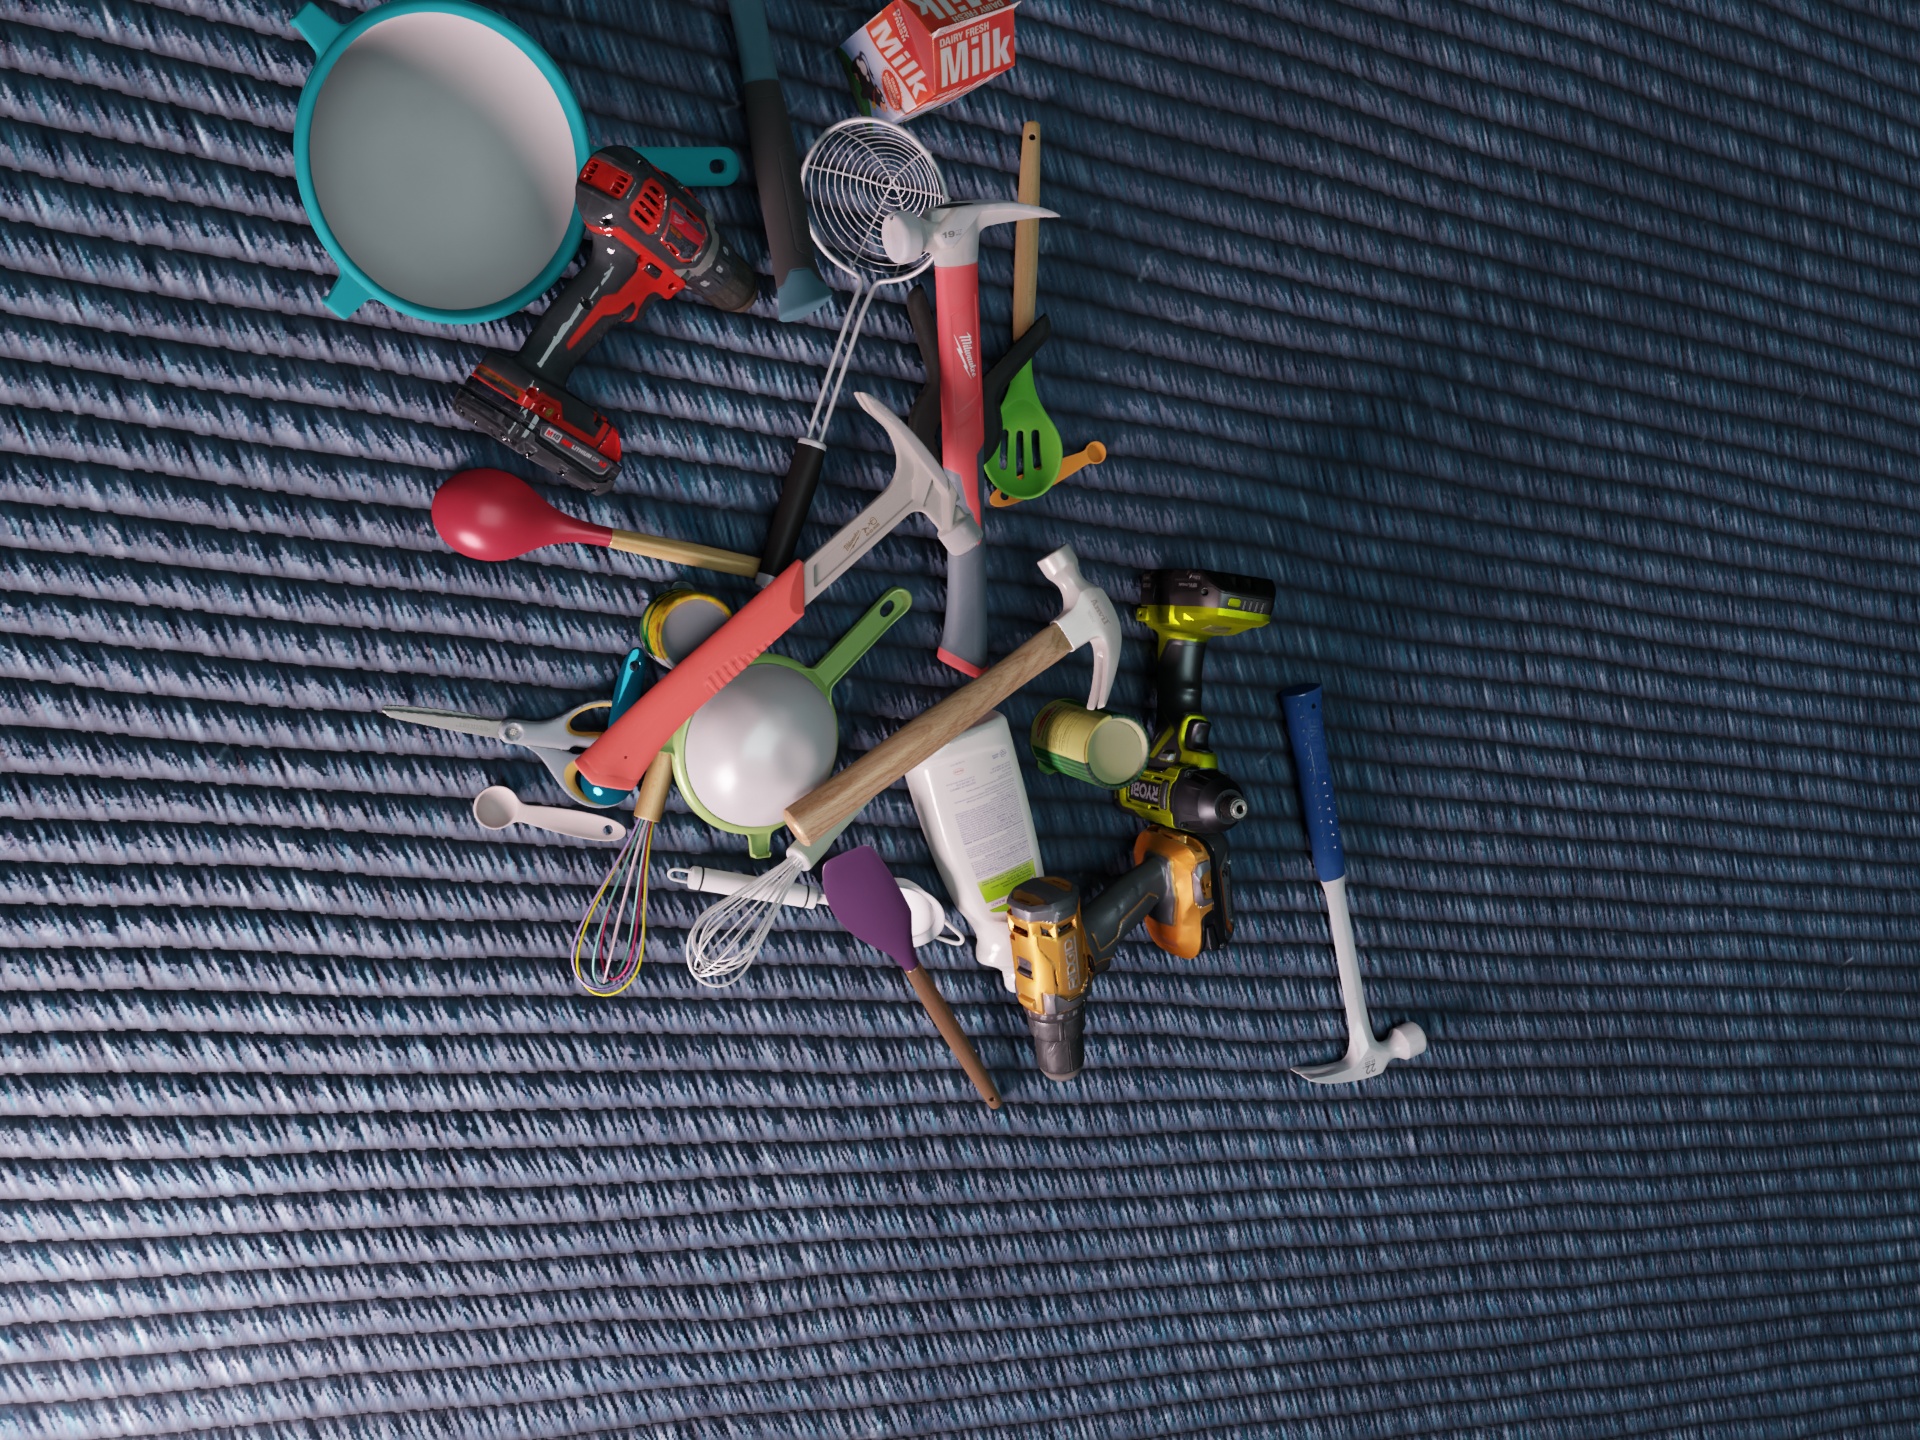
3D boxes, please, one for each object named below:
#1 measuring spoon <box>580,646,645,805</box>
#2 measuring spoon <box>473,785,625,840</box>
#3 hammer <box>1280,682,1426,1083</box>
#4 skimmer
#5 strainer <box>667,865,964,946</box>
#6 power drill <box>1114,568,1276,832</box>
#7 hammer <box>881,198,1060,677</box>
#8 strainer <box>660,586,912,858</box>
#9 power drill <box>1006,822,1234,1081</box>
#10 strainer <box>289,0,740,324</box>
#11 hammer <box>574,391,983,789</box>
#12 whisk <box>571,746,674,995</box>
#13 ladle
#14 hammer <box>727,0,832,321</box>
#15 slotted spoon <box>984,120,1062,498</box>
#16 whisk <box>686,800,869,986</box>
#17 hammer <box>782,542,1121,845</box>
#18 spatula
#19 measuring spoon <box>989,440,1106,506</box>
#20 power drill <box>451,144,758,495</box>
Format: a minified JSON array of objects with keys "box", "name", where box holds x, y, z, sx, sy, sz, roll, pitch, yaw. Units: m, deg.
[{"box":[-0.264,0.006,1.243,0.042,0.021,0.128,11,96,-25],"name":"measuring spoon"},{"box":[-0.324,0.076,1.255,0.124,0.018,0.034,16,92,-31],"name":"measuring spoon"},{"box":[0.359,0.164,1.544,0.144,0.035,0.405,-18,104,-20],"name":"hammer"},{"box":[-0.106,-0.281,1.243,0.127,0.090,0.363,18,90,12],"name":"skimmer"},{"box":[-0.119,0.147,1.336,0.258,0.050,0.086,12,133,-19],"name":"strainer"},{"box":[0.206,-0.016,1.382,0.080,0.171,0.223,5,92,-24],"name":"power drill"},{"box":[0.016,-0.219,1.289,0.143,0.038,0.386,-17,119,-27],"name":"hammer"},{"box":[-0.116,-0.013,1.288,0.256,0.069,0.151,-48,122,-16],"name":"strainer"},{"box":[0.140,0.200,1.403,0.226,0.084,0.185,-22,116,-34],"name":"power drill"},{"box":[-0.324,-0.402,1.150,0.340,0.095,0.211,-17,116,-39],"name":"strainer"},{"box":[-0.155,-0.085,1.214,0.359,0.037,0.149,-42,110,-7],"name":"hammer"},{"box":[-0.253,0.101,1.270,0.051,0.047,0.245,21,84,-55],"name":"whisk"},{"box":[-0.250,-0.137,1.247,0.315,0.031,0.069,10,94,-26],"name":"ladle"},{"box":[-0.147,-0.468,1.203,0.128,0.033,0.331,-11,90,-14],"name":"hammer"},{"box":[0.056,-0.345,1.345,0.070,0.031,0.314,1,95,-6],"name":"slotted spoon"},{"box":[-0.136,0.119,1.290,0.246,0.058,0.059,-48,114,-32],"name":"whisk"},{"box":[-0.002,-0.004,1.297,0.331,0.031,0.130,-36,98,-18],"name":"hammer"},{"box":[-0.034,0.229,1.366,0.060,0.018,0.315,-25,120,6],"name":"spatula"},{"box":[0.075,-0.213,1.384,0.117,0.011,0.021,-27,102,-14],"name":"measuring spoon"},{"box":[-0.249,-0.285,1.173,0.226,0.080,0.187,-59,154,2],"name":"power drill"}]
